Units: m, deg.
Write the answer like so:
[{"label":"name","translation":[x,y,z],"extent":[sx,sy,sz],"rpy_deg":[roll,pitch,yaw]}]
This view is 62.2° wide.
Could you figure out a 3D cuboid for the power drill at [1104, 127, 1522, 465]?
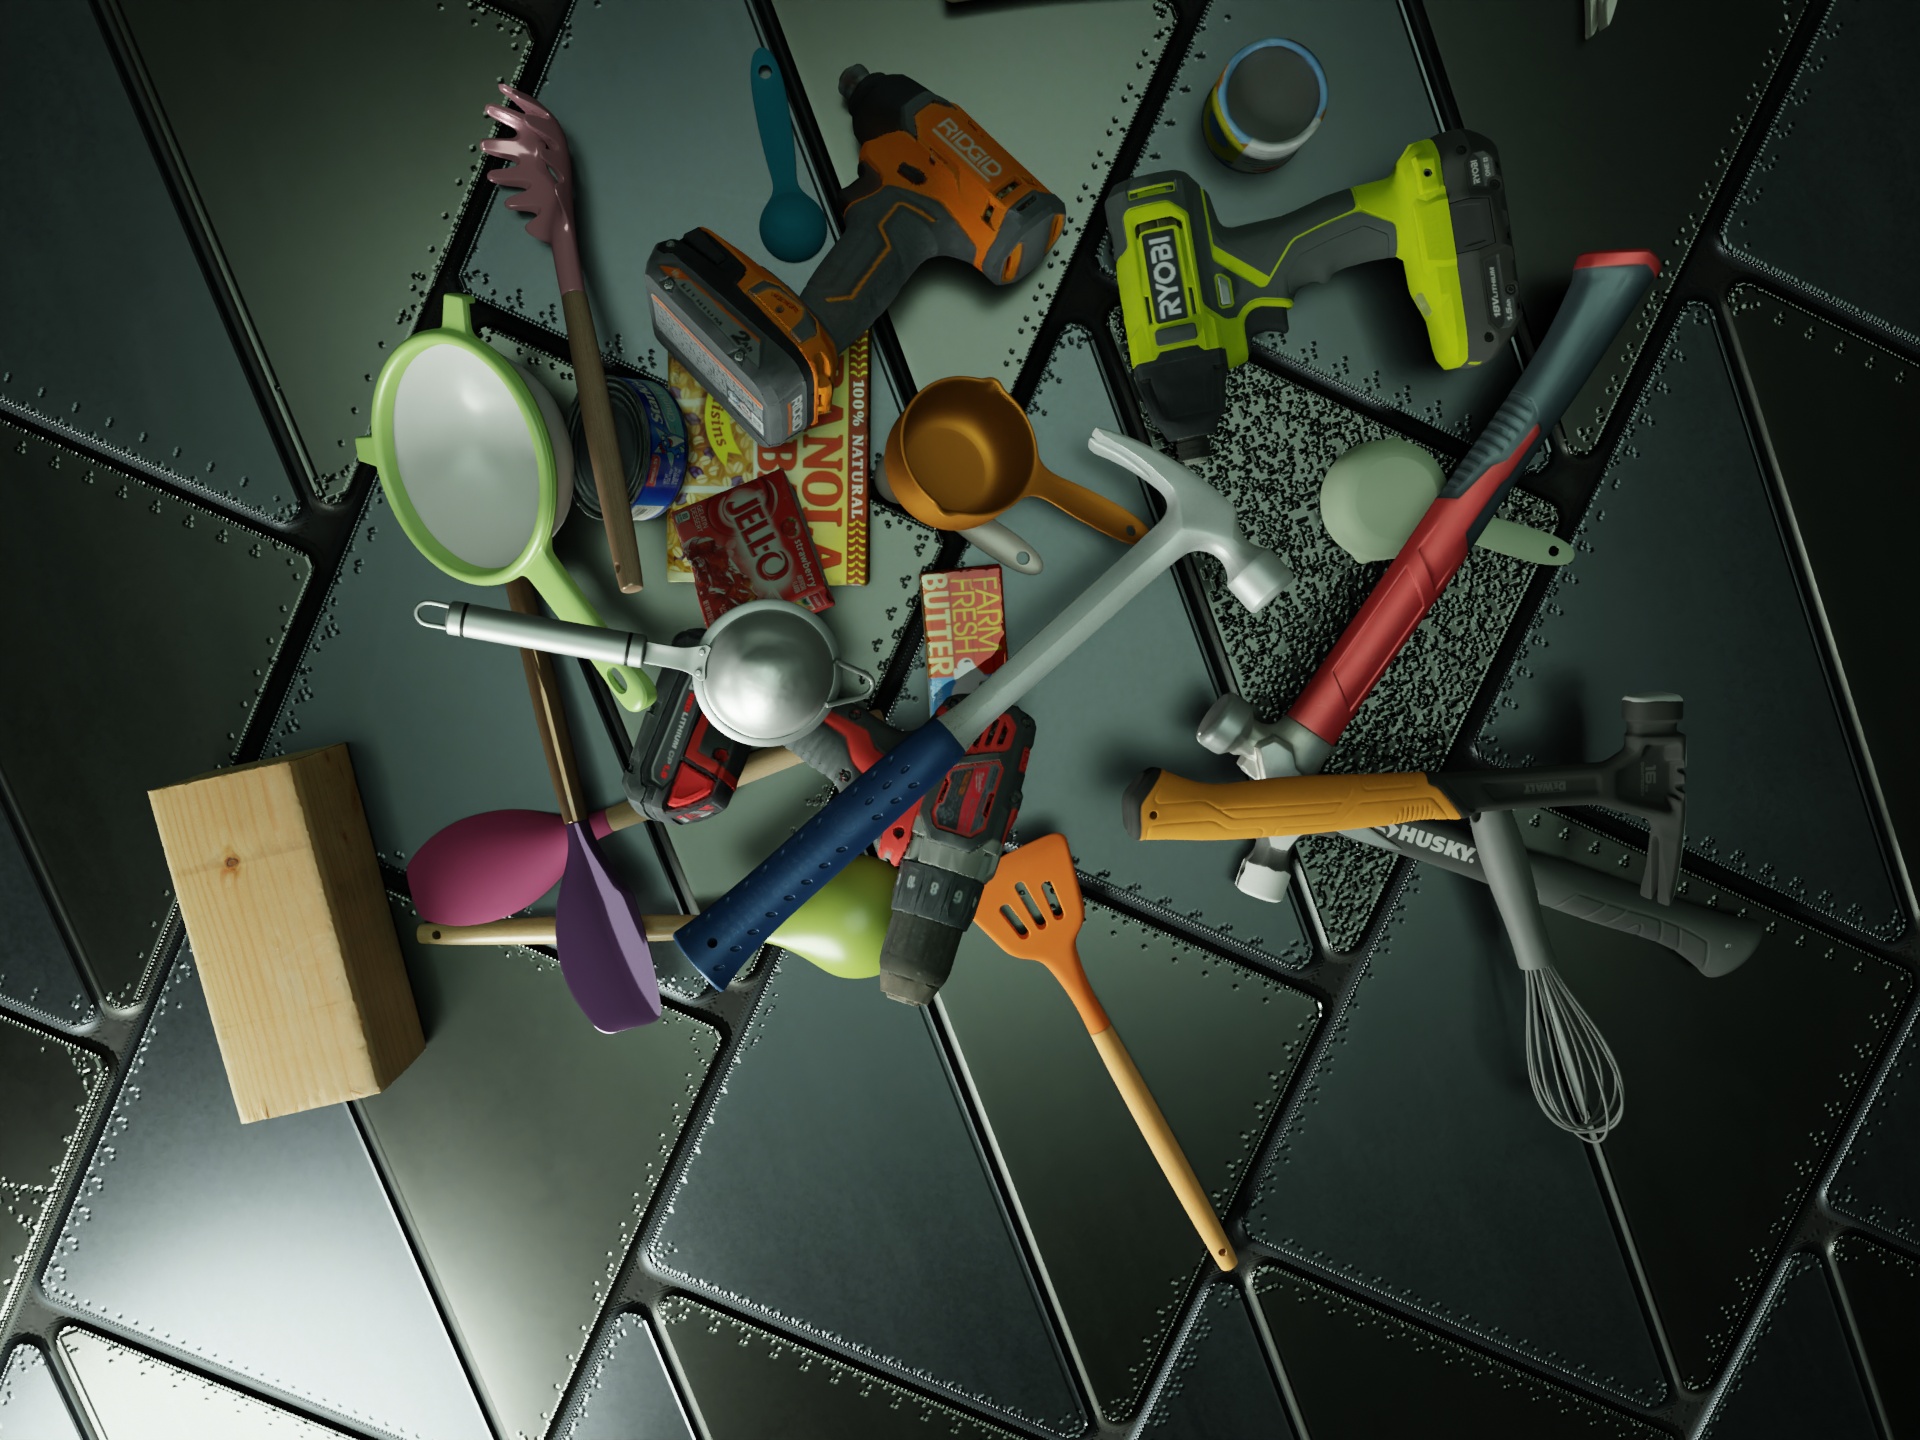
[{"label":"power drill","translation":[0.210,-0.255,0.956],"extent":[0.223,0.080,0.171],"rpy_deg":[-10,95,9]}]

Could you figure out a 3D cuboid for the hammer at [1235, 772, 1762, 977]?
[{"label":"hammer","translation":[0.356,0.090,1.023],"extent":[0.334,0.035,0.146],"rpy_deg":[18,96,-4]}]

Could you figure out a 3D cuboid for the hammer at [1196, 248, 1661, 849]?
[{"label":"hammer","translation":[0.309,-0.109,0.962],"extent":[0.143,0.038,0.386],"rpy_deg":[34,94,-7]}]

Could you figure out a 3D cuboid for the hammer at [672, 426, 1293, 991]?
[{"label":"hammer","translation":[-0.001,-0.003,0.911],"extent":[0.405,0.035,0.144],"rpy_deg":[-42,84,-8]}]

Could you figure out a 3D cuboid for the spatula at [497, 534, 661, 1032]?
[{"label":"spatula","translation":[-0.247,0.039,0.988],"extent":[0.060,0.018,0.316],"rpy_deg":[-14,88,9]}]

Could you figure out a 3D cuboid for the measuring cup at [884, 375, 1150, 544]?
[{"label":"measuring cup","translation":[0.034,-0.143,0.980],"extent":[0.173,0.052,0.095],"rpy_deg":[24,73,-17]}]

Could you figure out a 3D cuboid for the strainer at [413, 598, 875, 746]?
[{"label":"strainer","translation":[-0.173,-0.036,0.888],"extent":[0.258,0.050,0.087],"rpy_deg":[10,102,-8]}]

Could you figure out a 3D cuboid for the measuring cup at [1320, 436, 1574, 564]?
[{"label":"measuring cup","translation":[0.310,-0.126,0.996],"extent":[0.167,0.038,0.083],"rpy_deg":[16,95,-1]}]

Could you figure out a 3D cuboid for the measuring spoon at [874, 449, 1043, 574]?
[{"label":"measuring spoon","translation":[0.001,-0.128,0.998],"extent":[0.124,0.018,0.034],"rpy_deg":[33,94,-5]}]

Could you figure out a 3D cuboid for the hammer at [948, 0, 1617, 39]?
[{"label":"hammer","translation":[0.194,-0.467,0.961],"extent":[0.410,0.038,0.146],"rpy_deg":[-8,97,0]}]

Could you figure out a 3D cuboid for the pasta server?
[{"label":"pasta server","translation":[-0.228,-0.224,0.929],"extent":[0.040,0.060,0.316],"rpy_deg":[-4,75,-39]}]

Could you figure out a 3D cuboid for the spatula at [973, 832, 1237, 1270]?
[{"label":"spatula","translation":[0.102,0.222,1.026],"extent":[0.081,0.041,0.322],"rpy_deg":[-29,97,1]}]

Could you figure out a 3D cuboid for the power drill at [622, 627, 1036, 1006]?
[{"label":"power drill","translation":[-0.082,0.054,0.954],"extent":[0.226,0.080,0.188],"rpy_deg":[17,81,4]}]

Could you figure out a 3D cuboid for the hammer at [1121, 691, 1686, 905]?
[{"label":"hammer","translation":[0.264,0.054,0.945],"extent":[0.337,0.034,0.127],"rpy_deg":[-3,96,-4]}]

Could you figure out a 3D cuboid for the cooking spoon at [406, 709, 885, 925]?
[{"label":"cooking spoon","translation":[-0.198,0.054,1.007],"extent":[0.319,0.017,0.069],"rpy_deg":[-20,80,-2]}]

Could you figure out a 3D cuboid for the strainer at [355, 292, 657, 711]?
[{"label":"strainer","translation":[-0.245,-0.118,0.945],"extent":[0.151,0.069,0.256],"rpy_deg":[-40,85,38]}]

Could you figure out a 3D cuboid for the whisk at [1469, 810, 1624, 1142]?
[{"label":"whisk","translation":[0.360,0.150,0.991],"extent":[0.055,0.055,0.239],"rpy_deg":[-19,94,0]}]

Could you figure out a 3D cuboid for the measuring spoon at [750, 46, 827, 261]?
[{"label":"measuring spoon","translation":[-0.111,-0.346,0.970],"extent":[0.042,0.021,0.128],"rpy_deg":[-10,98,-1]}]

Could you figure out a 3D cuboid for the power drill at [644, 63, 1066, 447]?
[{"label":"power drill","translation":[-0.072,-0.282,0.925],"extent":[0.226,0.084,0.164],"rpy_deg":[-41,79,-16]}]

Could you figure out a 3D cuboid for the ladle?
[{"label":"ladle","translation":[-0.186,0.129,1.014],"extent":[0.320,0.062,0.078],"rpy_deg":[-2,95,5]}]
